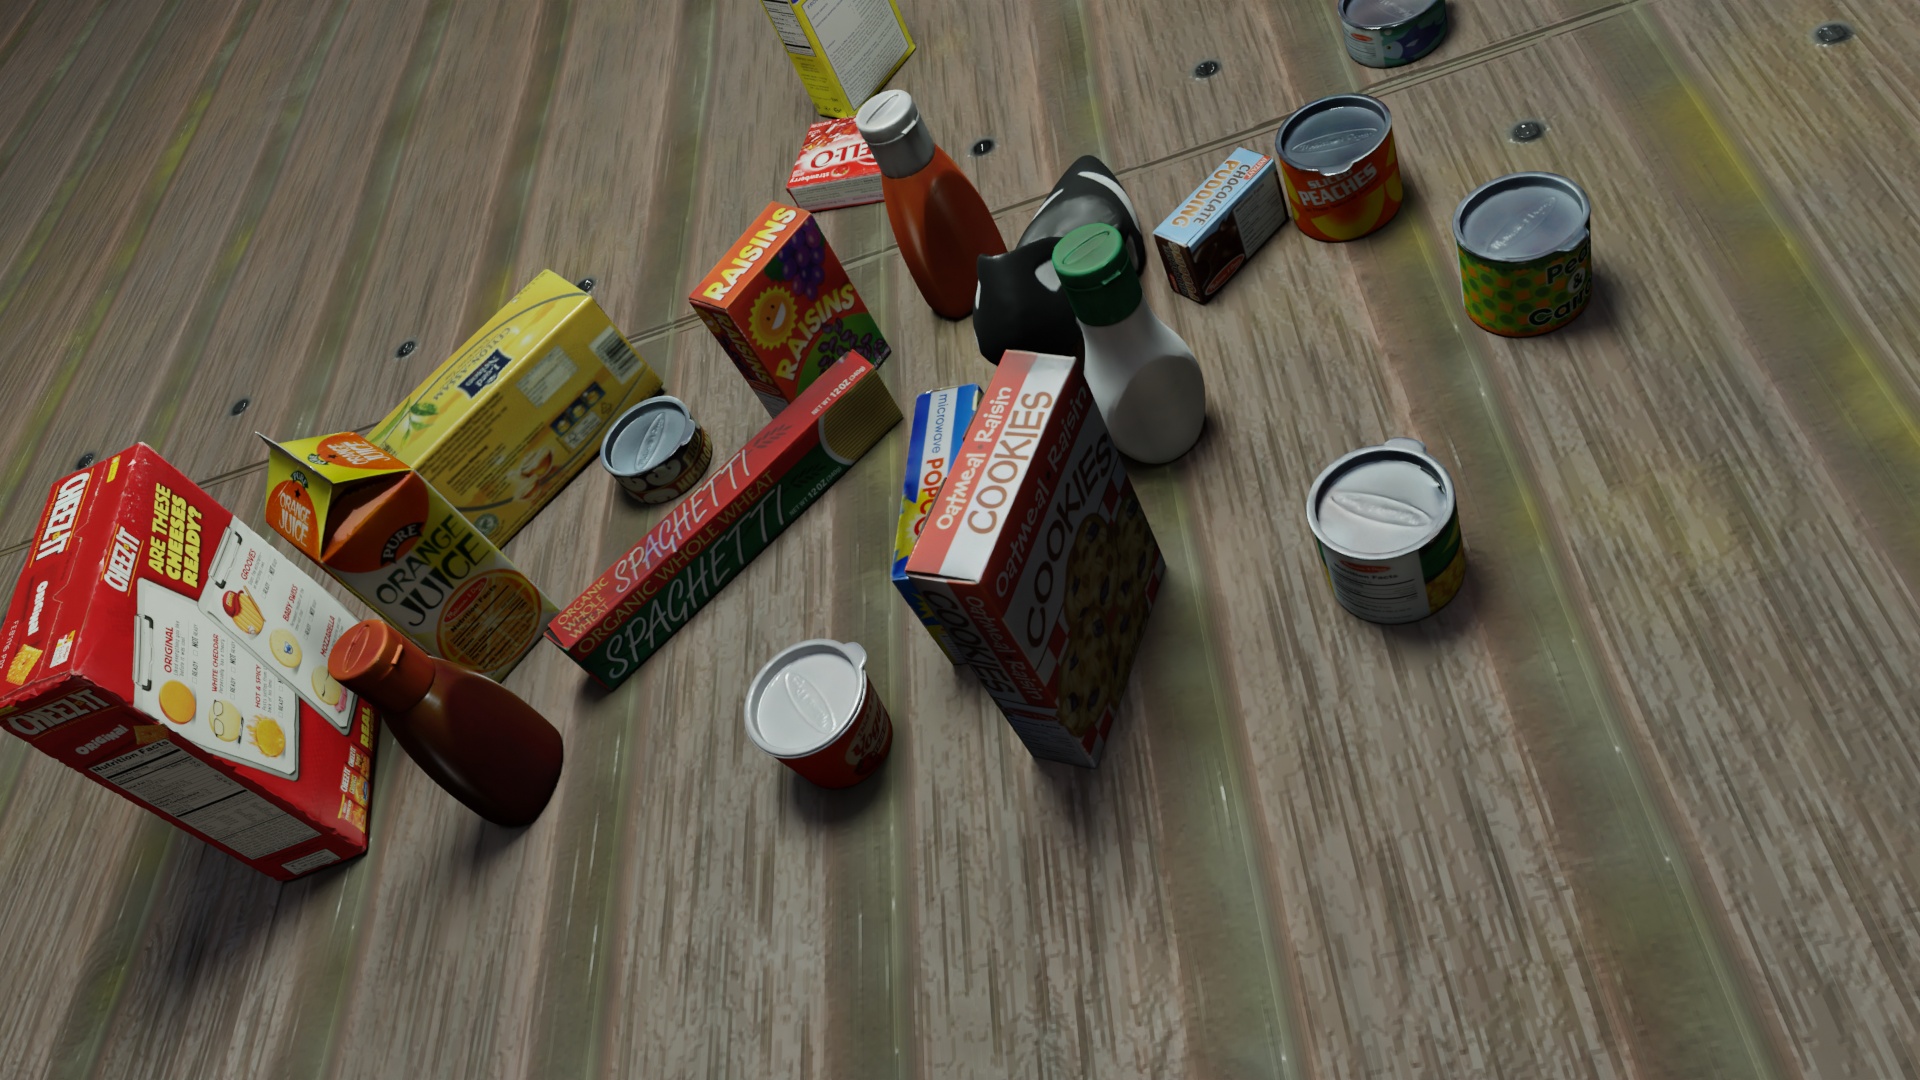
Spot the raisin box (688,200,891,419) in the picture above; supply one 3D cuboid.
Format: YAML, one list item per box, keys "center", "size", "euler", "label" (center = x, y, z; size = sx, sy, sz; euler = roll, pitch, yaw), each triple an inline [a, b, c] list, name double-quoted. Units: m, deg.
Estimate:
- center: [-0.103, -0.135, 0.865]
  size: [0.040, 0.123, 0.086]
  euler: [23, 67, 37]
  label: "raisin box"

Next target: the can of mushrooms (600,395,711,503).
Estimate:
- center: [-0.197, -0.059, 0.911]
  size: [0.071, 0.033, 0.071]
  euler: [-13, 50, 16]
  label: "can of mushrooms"

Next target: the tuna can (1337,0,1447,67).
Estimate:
- center: [0.284, -0.343, 0.905]
  size: [0.071, 0.032, 0.071]
  euler: [-13, 50, 16]
  label: "tuna can"

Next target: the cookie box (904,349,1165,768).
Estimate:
- center: [0.041, 0.012, 0.651]
  size: [0.040, 0.166, 0.123]
  euler: [6, 58, 29]
  label: "cookie box"

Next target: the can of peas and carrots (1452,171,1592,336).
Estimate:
- center: [0.298, -0.149, 0.729]
  size: [0.071, 0.058, 0.071]
  euler: [-13, 50, 16]
  label: "can of peas and carrots"

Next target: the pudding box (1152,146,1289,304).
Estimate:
- center: [0.157, -0.190, 0.834]
  size: [0.084, 0.049, 0.030]
  euler: [-46, 49, -13]
  label: "pudding box"

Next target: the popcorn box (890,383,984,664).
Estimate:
- center: [0.003, -0.009, 0.742]
  size: [0.038, 0.085, 0.127]
  euler: [-9, 51, 20]
  label: "popcorn box"

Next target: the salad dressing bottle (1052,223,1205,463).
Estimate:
- center: [0.088, -0.101, 0.732]
  size: [0.064, 0.147, 0.044]
  euler: [-35, 48, -3]
  label: "salad dressing bottle"

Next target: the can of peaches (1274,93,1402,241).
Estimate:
- center: [0.224, -0.218, 0.819]
  size: [0.071, 0.058, 0.071]
  euler: [-13, 50, 16]
  label: "can of peaches"

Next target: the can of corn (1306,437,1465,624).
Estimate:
- center: [0.204, -0.004, 0.661]
  size: [0.071, 0.058, 0.071]
  euler: [-13, 50, 16]
  label: "can of corn"

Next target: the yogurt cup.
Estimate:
- center: [-0.070, 0.093, 0.718]
  size: [0.072, 0.053, 0.073]
  euler: [-13, 50, 16]
  label: "yogurt cup"

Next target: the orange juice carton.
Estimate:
- center: [-0.329, 0.005, 0.816]
  size: [0.072, 0.192, 0.073]
  euler: [25, 68, 37]
  label: "orange juice carton"

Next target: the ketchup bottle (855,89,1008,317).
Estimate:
- center: [-0.018, -0.210, 0.867]
  size: [0.043, 0.148, 0.065]
  euler: [28, 71, 38]
  label: "ketchup bottle"

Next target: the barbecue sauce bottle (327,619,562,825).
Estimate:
- center: [-0.275, 0.096, 0.749]
  size: [0.043, 0.148, 0.065]
  euler: [-7, 52, 21]
  label: "barbecue sauce bottle"

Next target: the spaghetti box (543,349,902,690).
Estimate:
- center: [-0.138, -0.013, 0.836]
  size: [0.250, 0.050, 0.029]
  euler: [-44, 49, -12]
  label: "spaghetti box"
